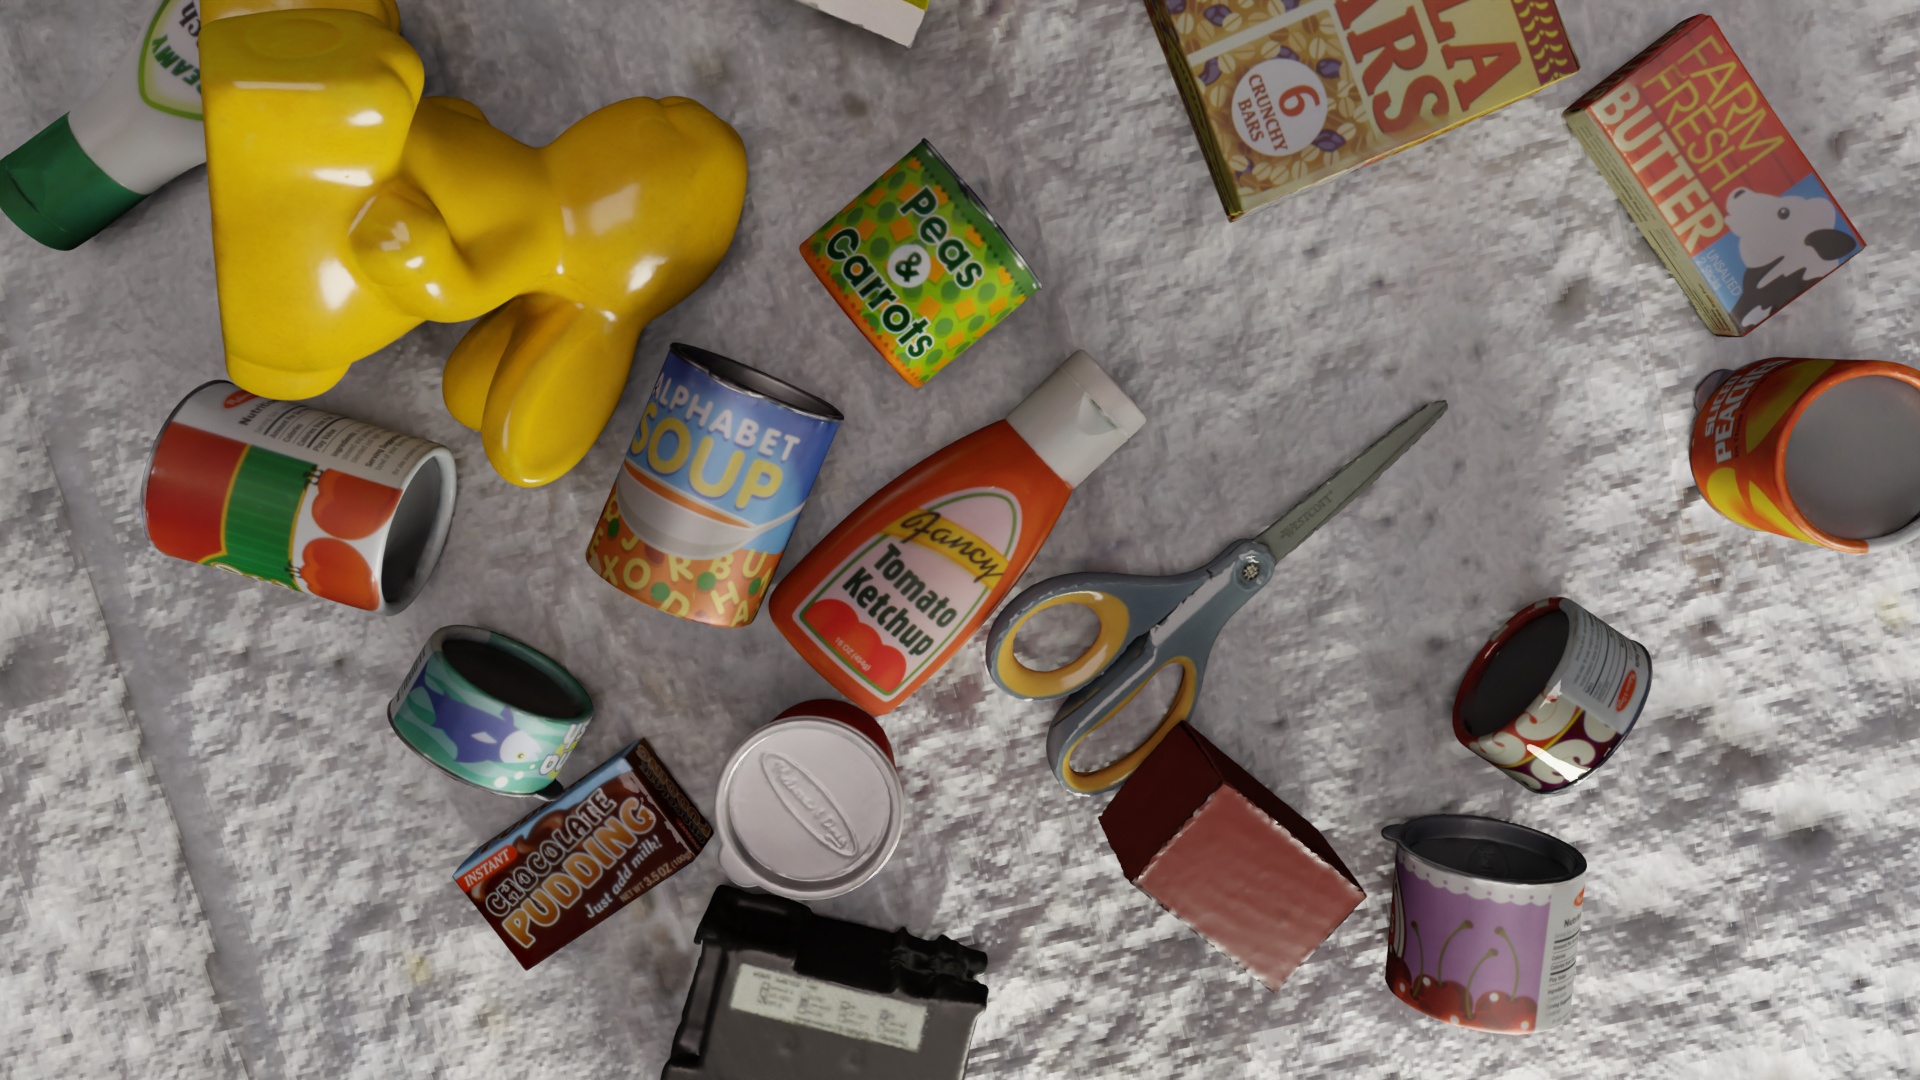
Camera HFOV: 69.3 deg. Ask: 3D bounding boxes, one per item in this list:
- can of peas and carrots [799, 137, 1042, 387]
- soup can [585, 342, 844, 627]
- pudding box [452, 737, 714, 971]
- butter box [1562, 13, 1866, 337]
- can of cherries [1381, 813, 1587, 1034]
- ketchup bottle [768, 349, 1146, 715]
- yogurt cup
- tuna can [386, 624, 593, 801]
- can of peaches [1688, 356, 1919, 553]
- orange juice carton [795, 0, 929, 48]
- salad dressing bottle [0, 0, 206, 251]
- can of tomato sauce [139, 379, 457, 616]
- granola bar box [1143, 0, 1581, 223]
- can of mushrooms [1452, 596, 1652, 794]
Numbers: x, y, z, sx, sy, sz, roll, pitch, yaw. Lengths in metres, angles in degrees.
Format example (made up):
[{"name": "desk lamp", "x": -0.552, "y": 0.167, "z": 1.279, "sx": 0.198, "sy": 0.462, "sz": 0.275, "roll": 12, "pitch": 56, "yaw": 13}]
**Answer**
[{"name": "can of peas and carrots", "x": -0.014, "y": -0.095, "z": 0.483, "sx": 0.058, "sy": 0.071, "sz": 0.071, "roll": -39, "pitch": 95, "yaw": 7}, {"name": "soup can", "x": -0.089, "y": -0.020, "z": 0.495, "sx": 0.071, "sy": 0.071, "sz": 0.083, "roll": 24, "pitch": 98, "yaw": -2}, {"name": "pudding box", "x": -0.145, "y": 0.120, "z": 0.536, "sx": 0.083, "sy": 0.030, "sz": 0.049, "roll": -34, "pitch": 95, "yaw": 5}, {"name": "butter box", "x": 0.268, "y": -0.129, "z": 0.496, "sx": 0.053, "sy": 0.024, "sz": 0.103, "roll": -37, "pitch": 95, "yaw": 6}, {"name": "can of cherries", "x": 0.191, "y": 0.140, "z": 0.515, "sx": 0.071, "sy": 0.071, "sz": 0.058, "roll": 2, "pitch": 99, "yaw": 1}, {"name": "ketchup bottle", "x": 0.002, "y": -0.006, "z": 0.509, "sx": 0.148, "sy": 0.043, "sz": 0.064, "roll": -44, "pitch": 105, "yaw": 6}, {"name": "yogurt cup", "x": -0.053, "y": 0.092, "z": 0.518, "sx": 0.072, "sy": 0.054, "sz": 0.072, "roll": 0, "pitch": 98, "yaw": 1}, {"name": "tuna can", "x": -0.169, "y": 0.063, "z": 0.510, "sx": 0.071, "sy": 0.071, "sz": 0.033, "roll": 32, "pitch": 97, "yaw": -3}, {"name": "can of peaches", "x": 0.303, "y": -0.033, "z": 0.491, "sx": 0.071, "sy": 0.058, "sz": 0.071, "roll": 0, "pitch": 98, "yaw": 1}, {"name": "orange juice carton", "x": -0.011, "y": -0.267, "z": 0.459, "sx": 0.072, "sy": 0.073, "sz": 0.192, "roll": 23, "pitch": 98, "yaw": -2}, {"name": "salad dressing bottle", "x": -0.274, "y": -0.158, "z": 0.494, "sx": 0.147, "sy": 0.044, "sz": 0.064, "roll": -33, "pitch": 99, "yaw": 6}, {"name": "can of tomato sauce", "x": -0.236, "y": -0.013, "z": 0.502, "sx": 0.083, "sy": 0.071, "sz": 0.071, "roll": 16, "pitch": 98, "yaw": -2}, {"name": "granola bar box", "x": 0.123, "y": -0.212, "z": 0.481, "sx": 0.124, "sy": 0.039, "sz": 0.165, "roll": -23, "pitch": 97, "yaw": 4}, {"name": "can of mushrooms", "x": 0.211, "y": 0.056, "z": 0.503, "sx": 0.033, "sy": 0.071, "sz": 0.071, "roll": 33, "pitch": 97, "yaw": -4}]
